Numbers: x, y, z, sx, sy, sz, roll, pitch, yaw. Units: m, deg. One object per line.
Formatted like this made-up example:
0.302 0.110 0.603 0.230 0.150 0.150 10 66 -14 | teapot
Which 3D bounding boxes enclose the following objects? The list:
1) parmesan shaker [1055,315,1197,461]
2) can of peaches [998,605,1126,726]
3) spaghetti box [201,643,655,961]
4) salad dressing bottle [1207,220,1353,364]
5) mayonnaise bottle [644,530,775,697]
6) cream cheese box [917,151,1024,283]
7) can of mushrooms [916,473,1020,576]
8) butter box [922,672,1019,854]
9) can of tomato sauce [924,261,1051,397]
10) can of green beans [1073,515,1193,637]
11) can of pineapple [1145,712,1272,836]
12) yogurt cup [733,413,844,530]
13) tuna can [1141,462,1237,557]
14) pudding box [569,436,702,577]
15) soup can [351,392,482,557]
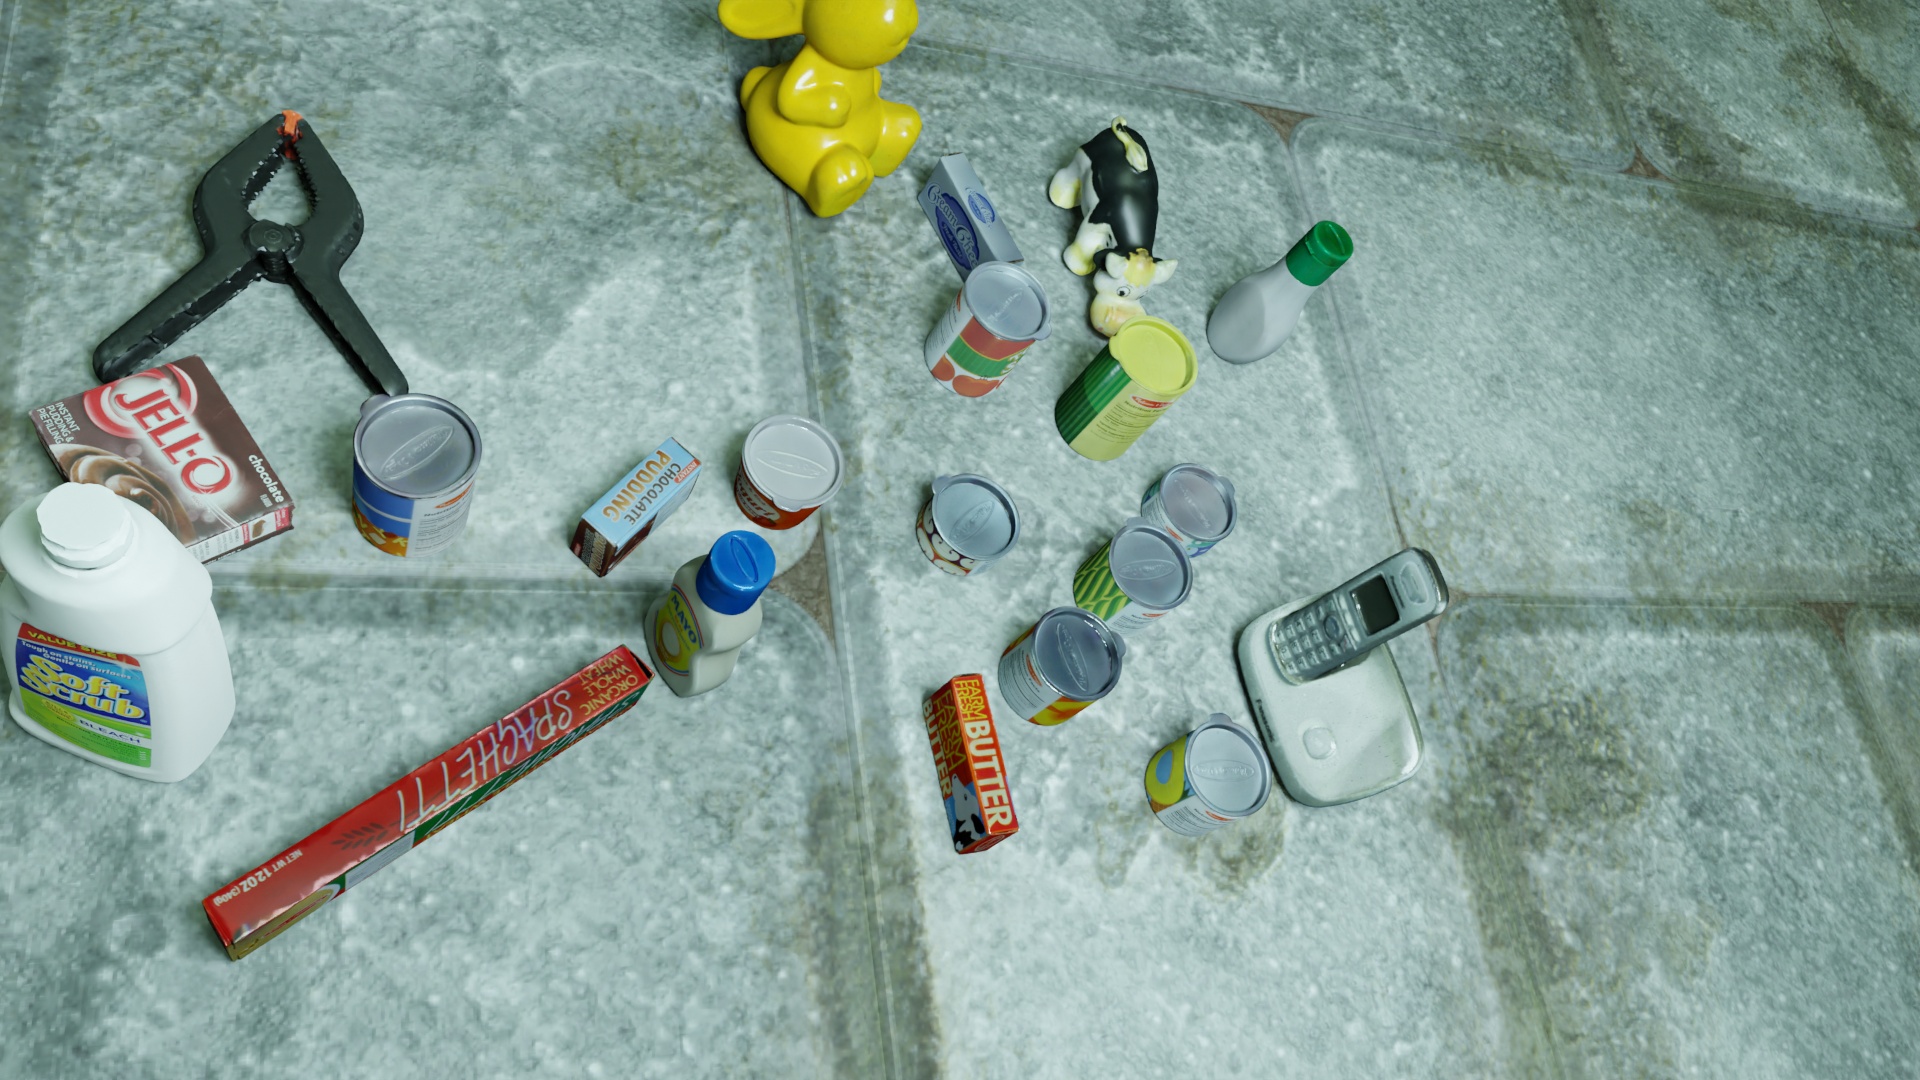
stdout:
0.117 -0.111 1.023 0.071 0.102 0.071 11 62 -20 | parmesan shaker
0.068 0.085 0.929 0.071 0.057 0.071 11 62 -20 | can of peaches
-0.278 0.135 0.749 0.251 0.050 0.029 -34 83 -34 | spaghetti box
0.253 -0.196 1.102 0.044 0.147 0.064 -10 70 -29 | salad dressing bottle
-0.144 0.040 0.799 0.041 0.147 0.065 -21 76 -31 | mayonnaise bottle
0.007 -0.240 1.067 0.024 0.053 0.104 -20 75 -31 | cream cheese box
0.003 -0.012 0.963 0.071 0.033 0.071 11 61 -20 | can of mushrooms
0.005 0.140 0.875 0.024 0.053 0.104 -3 67 -26 | butter box
0.020 -0.151 1.010 0.071 0.082 0.071 11 62 -20 | can of tomato sauce
0.121 0.029 0.982 0.071 0.057 0.071 11 62 -20 | can of green beans
0.167 0.159 0.937 0.071 0.057 0.071 11 62 -20 | can of pineapple
-0.116 -0.042 0.910 0.072 0.053 0.072 11 62 -20 | yogurt cup
0.173 -0.023 1.047 0.071 0.032 0.071 11 61 -20 | tuna can
-0.201 -0.021 0.863 0.030 0.049 0.084 41 56 -1 | pudding box
-0.315 -0.038 0.798 0.071 0.083 0.071 11 62 -20 | soup can
